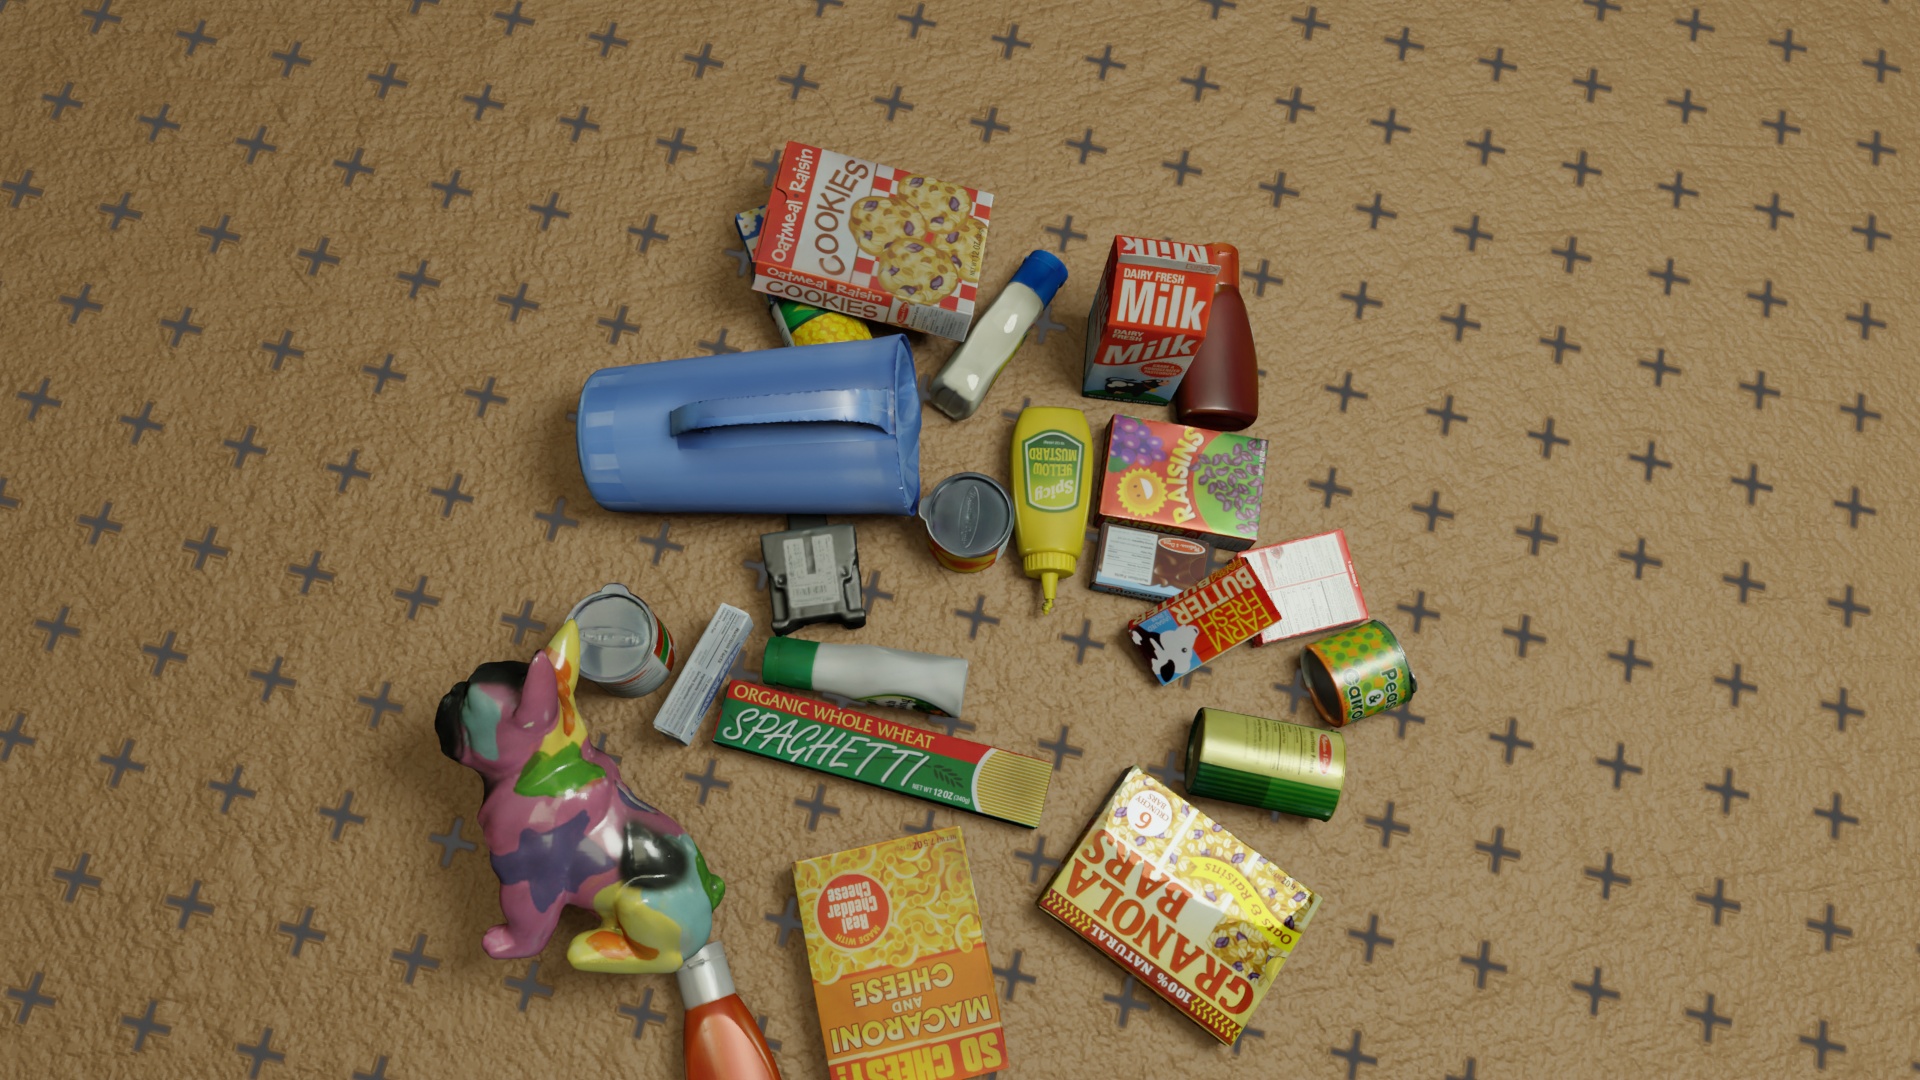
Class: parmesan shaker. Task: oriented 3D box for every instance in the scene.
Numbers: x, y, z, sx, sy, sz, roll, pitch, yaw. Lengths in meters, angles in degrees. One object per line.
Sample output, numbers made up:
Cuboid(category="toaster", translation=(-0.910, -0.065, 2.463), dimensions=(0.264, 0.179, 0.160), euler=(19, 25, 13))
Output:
Cuboid(category="parmesan shaker", translation=(0.221, 0.161, 1.014), dimensions=(0.103, 0.071, 0.071), euler=(11, 75, 1))

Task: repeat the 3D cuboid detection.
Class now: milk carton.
Cuboid(category="milk carton", translation=(0.139, -0.168, 1.033), dimensions=(0.072, 0.190, 0.073), euler=(6, 76, 0))

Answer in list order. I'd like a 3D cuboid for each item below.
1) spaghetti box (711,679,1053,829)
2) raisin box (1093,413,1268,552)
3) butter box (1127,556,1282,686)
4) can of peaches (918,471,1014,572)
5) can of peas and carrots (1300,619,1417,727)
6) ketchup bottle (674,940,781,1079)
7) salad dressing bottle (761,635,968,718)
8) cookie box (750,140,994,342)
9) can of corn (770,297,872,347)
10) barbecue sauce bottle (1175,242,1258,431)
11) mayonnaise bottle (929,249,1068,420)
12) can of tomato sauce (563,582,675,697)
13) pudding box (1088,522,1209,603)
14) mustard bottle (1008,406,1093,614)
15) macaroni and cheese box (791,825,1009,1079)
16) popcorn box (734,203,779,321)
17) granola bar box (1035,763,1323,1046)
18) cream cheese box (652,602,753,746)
Cuboid(category="spaghetti box", translation=(-0.058, 0.157, 1.022), dimensions=(0.250, 0.028, 0.050), euler=(15, 74, 2))
Cuboid(category="raisin box", translation=(0.171, -0.045, 1.080), dimensions=(0.123, 0.040, 0.086), euler=(10, 76, -1))
Cuboid(category="butter box", translation=(0.181, 0.060, 1.034), dimensions=(0.103, 0.024, 0.053), euler=(-32, 99, 13))
Cuboid(category="can of peaches", translation=(0.004, -0.013, 1.055), dimensions=(0.071, 0.058, 0.071), euler=(0, 76, -2))
Cuboid(category="can of peas and carrots", translation=(0.294, 0.100, 1.029), dimensions=(0.059, 0.070, 0.071), euler=(-19, 77, -6))
Cuboid(category="ketchup bottle", translation=(-0.162, 0.354, 0.957), dimensions=(0.065, 0.043, 0.149), euler=(-17, 76, -7))
Cuboid(category="salad dressing bottle", translation=(-0.070, 0.098, 1.020), dimensions=(0.148, 0.064, 0.044), euler=(8, 78, 3))
Cuboid(category="cookie box", translation=(-0.066, -0.231, 1.064), dimensions=(0.167, 0.040, 0.123), euler=(13, 61, -7))
Cuboid(category="can of corn", translation=(-0.105, -0.166, 1.086), dimensions=(0.071, 0.071, 0.058), euler=(-22, 78, -7))
Cuboid(category="barbecue sauce bottle", translation=(0.205, -0.164, 1.110), dimensions=(0.065, 0.043, 0.149), euler=(6, 74, -12))
Cuboid(category="mayonnaise bottle", translation=(0.032, -0.165, 1.096), dimensions=(0.041, 0.064, 0.148), euler=(36, 73, -2))
Cuboid(category="can of tomato sauce", translation=(-0.246, 0.074, 1.008), dimensions=(0.071, 0.083, 0.071), euler=(1, 75, -2))
Cuboid(category="pudding box", translation=(0.144, 0.020, 1.066), dimensions=(0.084, 0.030, 0.050), euler=(10, 74, 0))
Cuboid(category="mustard bottle", translation=(0.069, -0.022, 1.064), dimensions=(0.065, 0.048, 0.160), euler=(1, 75, 0))
Cuboid(category="macaroni and cheese box", translation=(-0.043, 0.297, 0.979), dimensions=(0.124, 0.040, 0.167), euler=(-11, 75, -5))
Cuboid(category="popcorn box", translation=(-0.108, -0.238, 1.121), dimensions=(0.127, 0.038, 0.085), euler=(-20, 76, -7))
Cuboid(category="granola bar box", translation=(0.156, 0.260, 0.997), dimensions=(0.165, 0.039, 0.124), euler=(35, 77, 7))
Cuboid(category="cream cheese box", translation=(-0.188, 0.098, 1.020), dimensions=(0.024, 0.053, 0.104), euler=(27, 76, 3))
